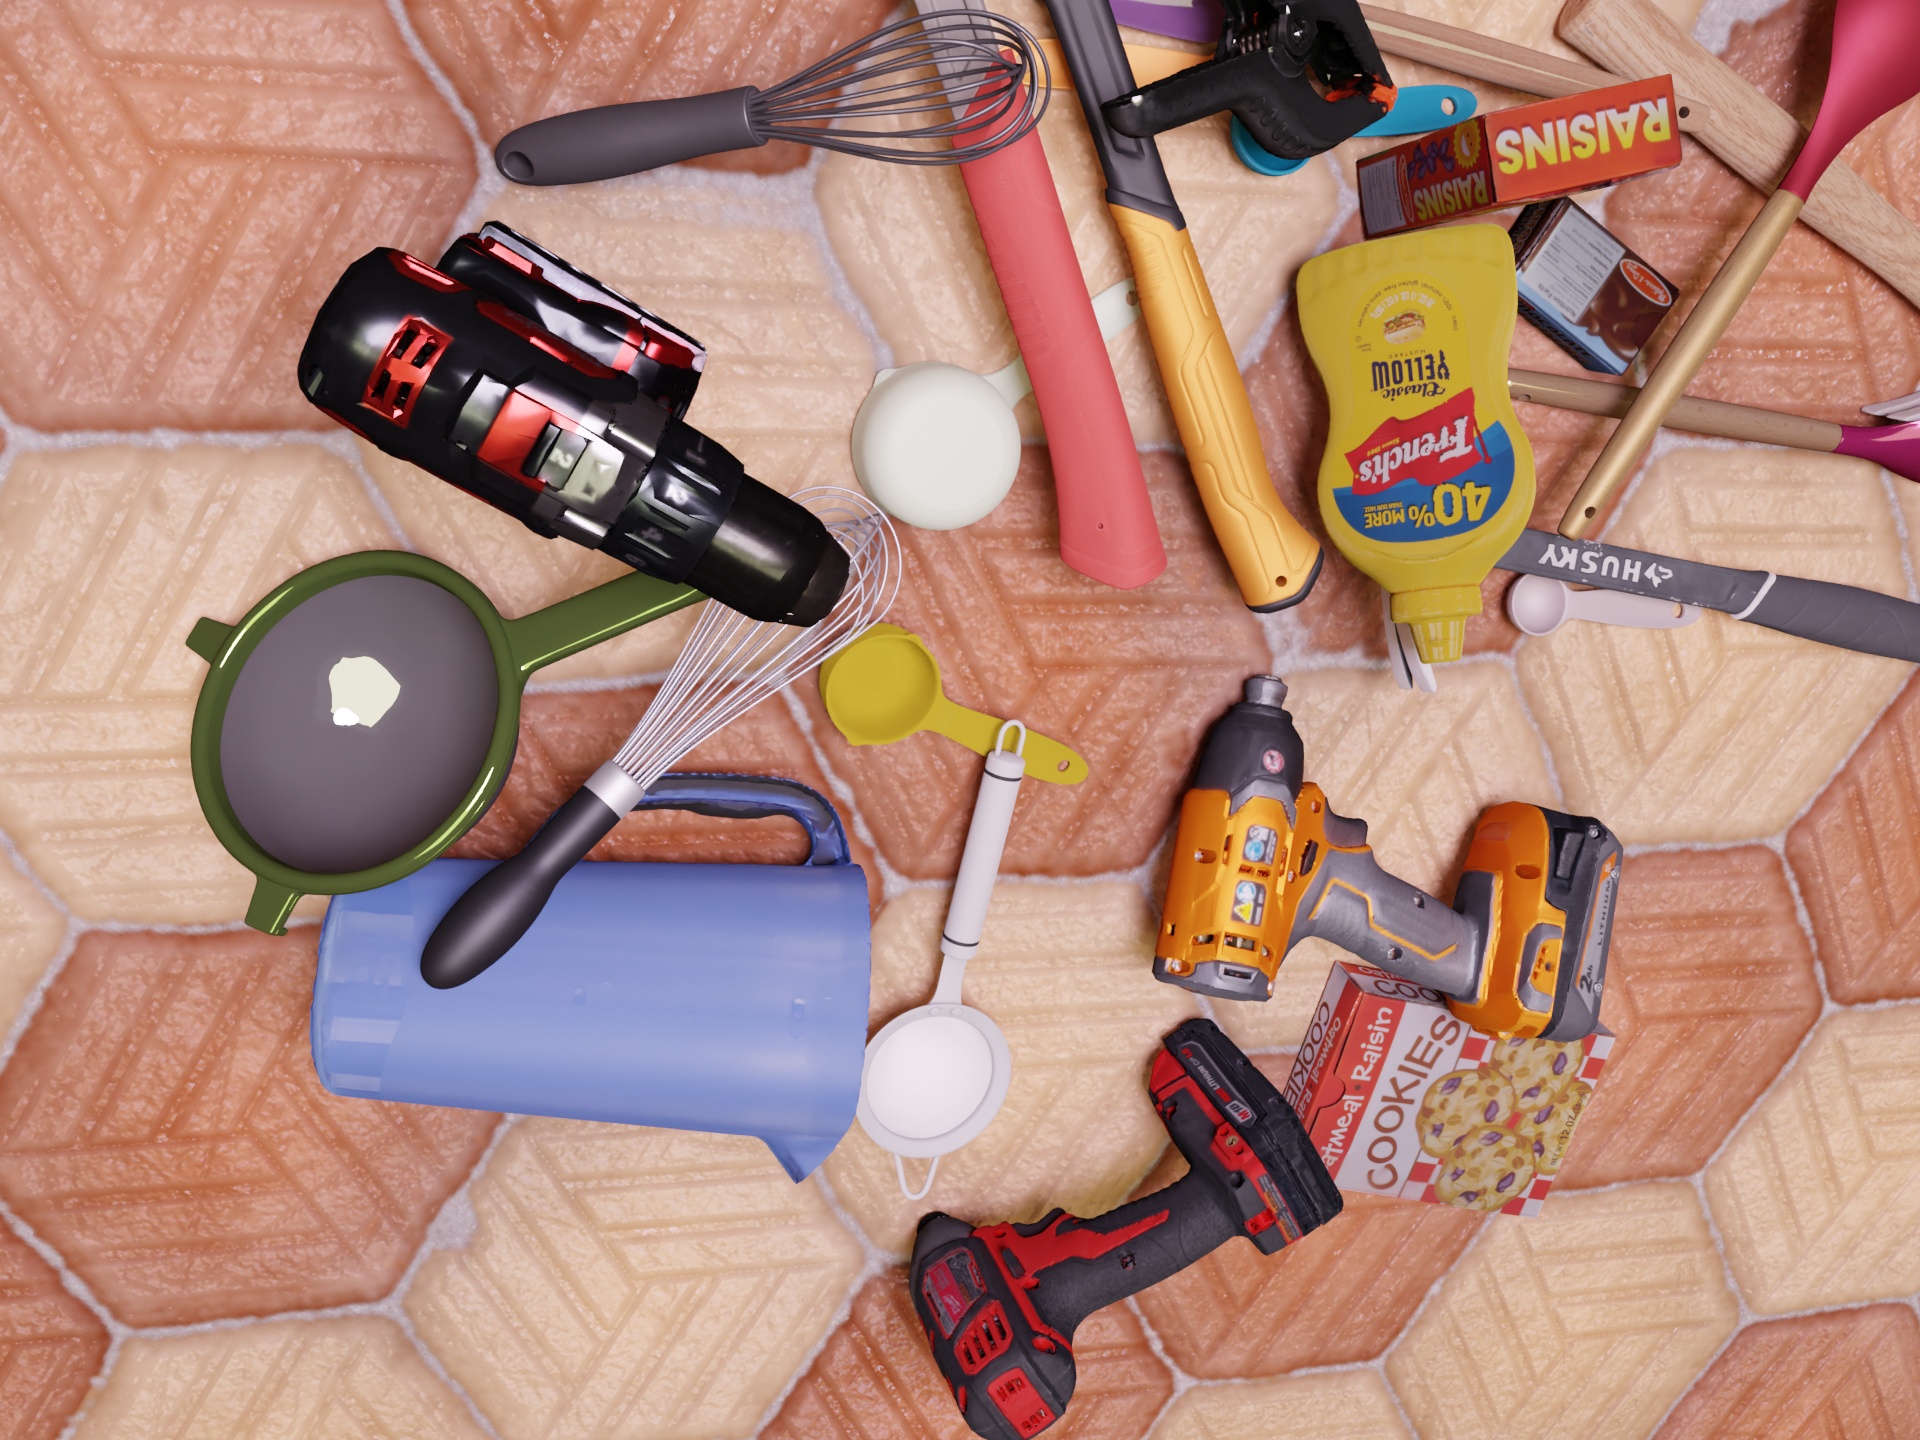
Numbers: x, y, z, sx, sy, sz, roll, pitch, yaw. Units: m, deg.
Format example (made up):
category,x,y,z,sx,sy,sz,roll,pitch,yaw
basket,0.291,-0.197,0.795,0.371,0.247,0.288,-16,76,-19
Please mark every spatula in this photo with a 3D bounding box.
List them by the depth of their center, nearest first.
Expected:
category,x,y,z,sx,sy,sz,roll,pitch,yaw
spatula,0.189,-0.309,0.706,0.316,0.018,0.059,12,107,-9

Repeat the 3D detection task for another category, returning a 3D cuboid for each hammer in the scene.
category,x,y,z,sx,sy,sz,roll,pitch,yaw
hammer,0.029,-0.223,0.654,0.149,0.037,0.358,-13,113,18
hammer,0.083,-0.200,0.705,0.127,0.034,0.336,-23,107,2
hammer,0.421,-0.257,0.780,0.331,0.031,0.130,27,101,-19
hammer,0.397,-0.063,0.830,0.408,0.036,0.149,9,93,-17

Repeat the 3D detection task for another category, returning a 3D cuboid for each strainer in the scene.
category,x,y,z,sx,sy,sz,roll,pitch,yaw
strainer,-0.202,-0.014,0.694,0.256,0.069,0.152,-23,71,3
strainer,-0.002,0.120,0.809,0.086,0.050,0.258,7,107,-22

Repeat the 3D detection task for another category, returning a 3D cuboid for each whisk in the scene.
category,x,y,z,sx,sy,sz,roll,pitch,yaw
whisk,-0.080,-0.236,0.629,0.239,0.055,0.055,-1,112,19
whisk,-0.127,0.007,0.693,0.284,0.070,0.070,-49,113,-15

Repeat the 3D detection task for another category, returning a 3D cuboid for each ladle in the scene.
category,x,y,z,sx,sy,sz,roll,pitch,yaw
ladle,0.372,-0.223,0.747,0.069,0.031,0.315,28,99,-18

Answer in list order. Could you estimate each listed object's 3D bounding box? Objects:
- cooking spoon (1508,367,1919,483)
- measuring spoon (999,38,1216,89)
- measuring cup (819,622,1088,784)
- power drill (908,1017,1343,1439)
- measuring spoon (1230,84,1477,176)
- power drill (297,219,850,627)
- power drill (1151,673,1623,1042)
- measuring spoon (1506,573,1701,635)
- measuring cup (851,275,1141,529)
category,x,y,z,sx,sy,sz,roll,pitch,yaw
cooking spoon,0.421,-0.148,0.811,0.319,0.068,0.017,8,71,-9
measuring spoon,0.071,-0.290,0.706,0.117,0.011,0.021,-1,104,-8
measuring cup,-0.001,-0.003,0.787,0.156,0.029,0.062,23,104,-31
power drill,0.074,0.262,0.834,0.219,0.143,0.078,-33,117,-6
measuring spoon,0.179,-0.275,0.733,0.128,0.021,0.042,-13,96,-17
power drill,-0.137,-0.113,0.604,0.187,0.227,0.080,29,101,-19
power drill,0.218,0.074,0.818,0.226,0.084,0.164,12,84,-12
measuring spoon,0.339,-0.060,0.842,0.124,0.018,0.034,1,94,-19
measuring cup,0.027,-0.151,0.727,0.167,0.038,0.083,-36,112,0
